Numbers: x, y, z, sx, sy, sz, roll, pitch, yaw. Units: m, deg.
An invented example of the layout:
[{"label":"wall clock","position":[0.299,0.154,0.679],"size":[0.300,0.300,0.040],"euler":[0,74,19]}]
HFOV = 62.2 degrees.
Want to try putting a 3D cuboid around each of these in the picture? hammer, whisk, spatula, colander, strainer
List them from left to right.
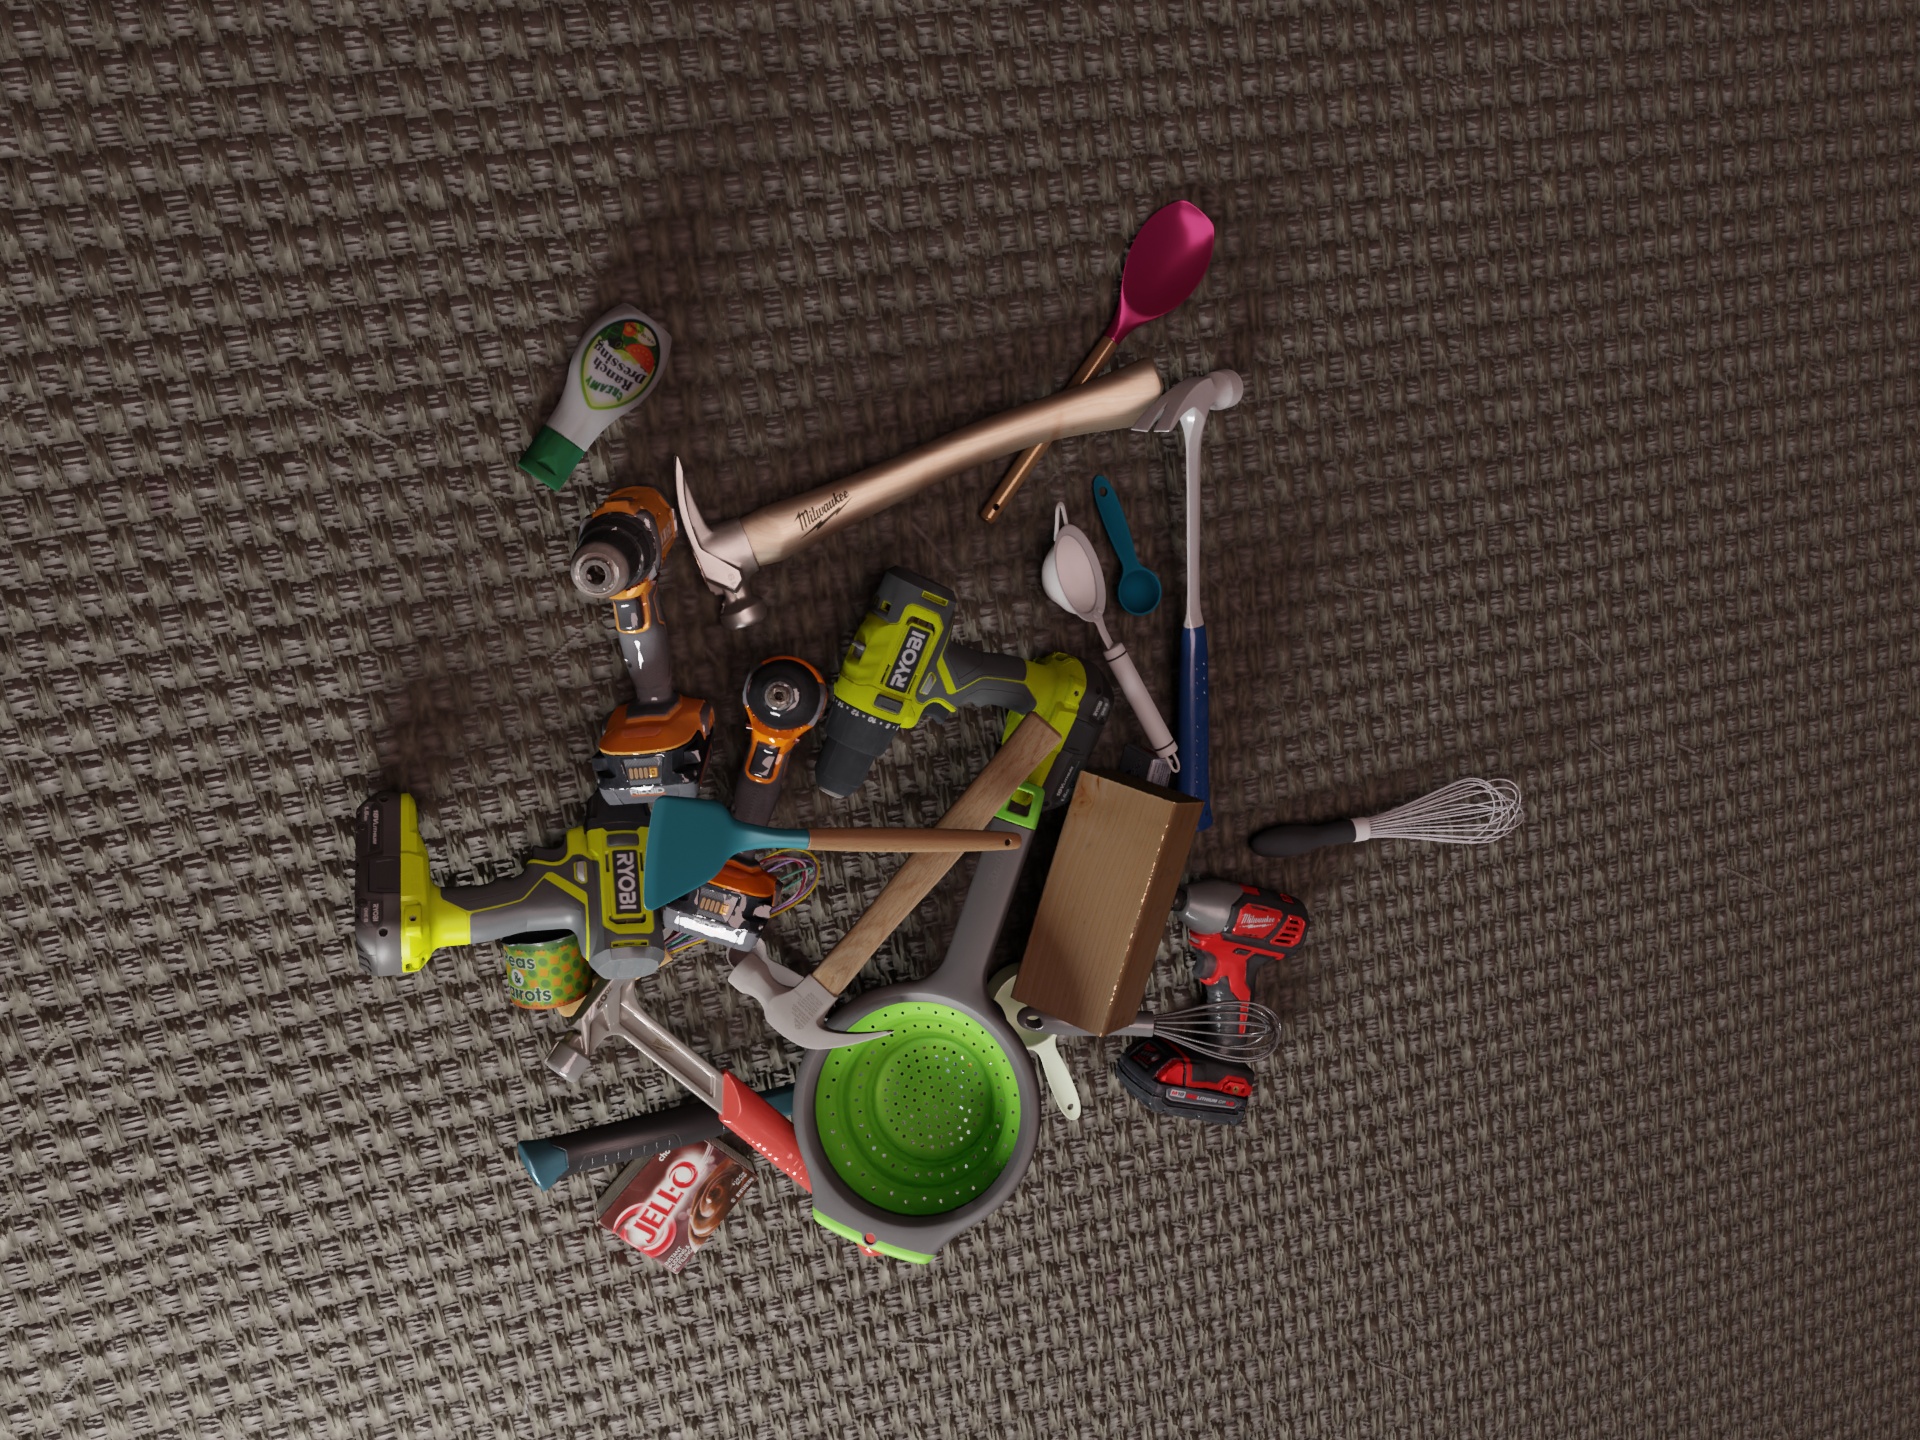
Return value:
[{"label":"whisk","position":[-0.227,0.177,1.331],"size":[0.245,0.051,0.047],"euler":[-29,90,-6]},{"label":"hammer","position":[-0.204,0.336,1.342],"size":[0.331,0.033,0.128],"euler":[-8,94,-28]},{"label":"hammer","position":[-0.165,0.325,1.324],"size":[0.358,0.037,0.149],"euler":[45,72,-21]},{"label":"spatula","position":[-0.087,0.093,1.186],"size":[0.317,0.044,0.082],"euler":[2,100,-29]},{"label":"hammer","position":[-0.035,0.129,1.288],"size":[0.130,0.031,0.331],"euler":[41,90,10]},{"label":"hammer","position":[-0.028,-0.216,1.291],"size":[0.410,0.038,0.146],"euler":[-23,108,-9]},{"label":"colander","position":[-0.003,0.243,1.335],"size":[0.204,0.094,0.397],"euler":[19,86,11]},{"label":"strainer","position":[0.127,-0.065,1.371],"size":[0.050,0.087,0.258],"euler":[-23,102,33]},{"label":"whisk","position":[0.169,0.273,1.420],"size":[0.239,0.055,0.055],"euler":[4,102,-1]},{"label":"hammer","position":[0.200,-0.093,1.390],"size":[0.144,0.035,0.405],"euler":[-28,121,-50]},{"label":"whisk","position":[0.411,0.099,1.525],"size":[0.284,0.070,0.070],"euler":[-7,105,-13]}]

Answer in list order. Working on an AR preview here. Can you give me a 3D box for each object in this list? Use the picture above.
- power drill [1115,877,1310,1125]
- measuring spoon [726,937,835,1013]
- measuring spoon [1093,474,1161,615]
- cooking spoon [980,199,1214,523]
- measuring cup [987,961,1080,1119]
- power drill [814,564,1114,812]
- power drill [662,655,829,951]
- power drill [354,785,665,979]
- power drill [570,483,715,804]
[{"label":"power drill","position":[0.231,0.256,1.488],"size":[0.143,0.079,0.219],"euler":[16,95,-22]},{"label":"measuring spoon","position":[-0.155,0.220,1.379],"size":[0.124,0.018,0.034],"euler":[41,88,-30]},{"label":"measuring spoon","position":[0.139,-0.153,1.391],"size":[0.042,0.021,0.128],"euler":[-24,100,-16]},{"label":"cooking spoon","position":[0.111,-0.300,1.342],"size":[0.068,0.017,0.319],"euler":[35,89,-18]},{"label":"measuring cup","position":[0.073,0.295,1.462],"size":[0.083,0.038,0.167],"euler":[-27,112,-12]},{"label":"power drill","position":[-0.002,-0.004,1.323],"size":[0.228,0.080,0.190],"euler":[20,98,-31]},{"label":"power drill","position":[-0.161,0.058,1.239],"size":[0.084,0.164,0.226],"euler":[17,89,-3]},{"label":"power drill","position":[-0.346,0.116,1.226],"size":[0.223,0.080,0.171],"euler":[-1,62,-18]},{"label":"power drill","position":[-0.242,-0.053,1.189],"size":[0.084,0.185,0.226],"euler":[-4,108,0]}]
